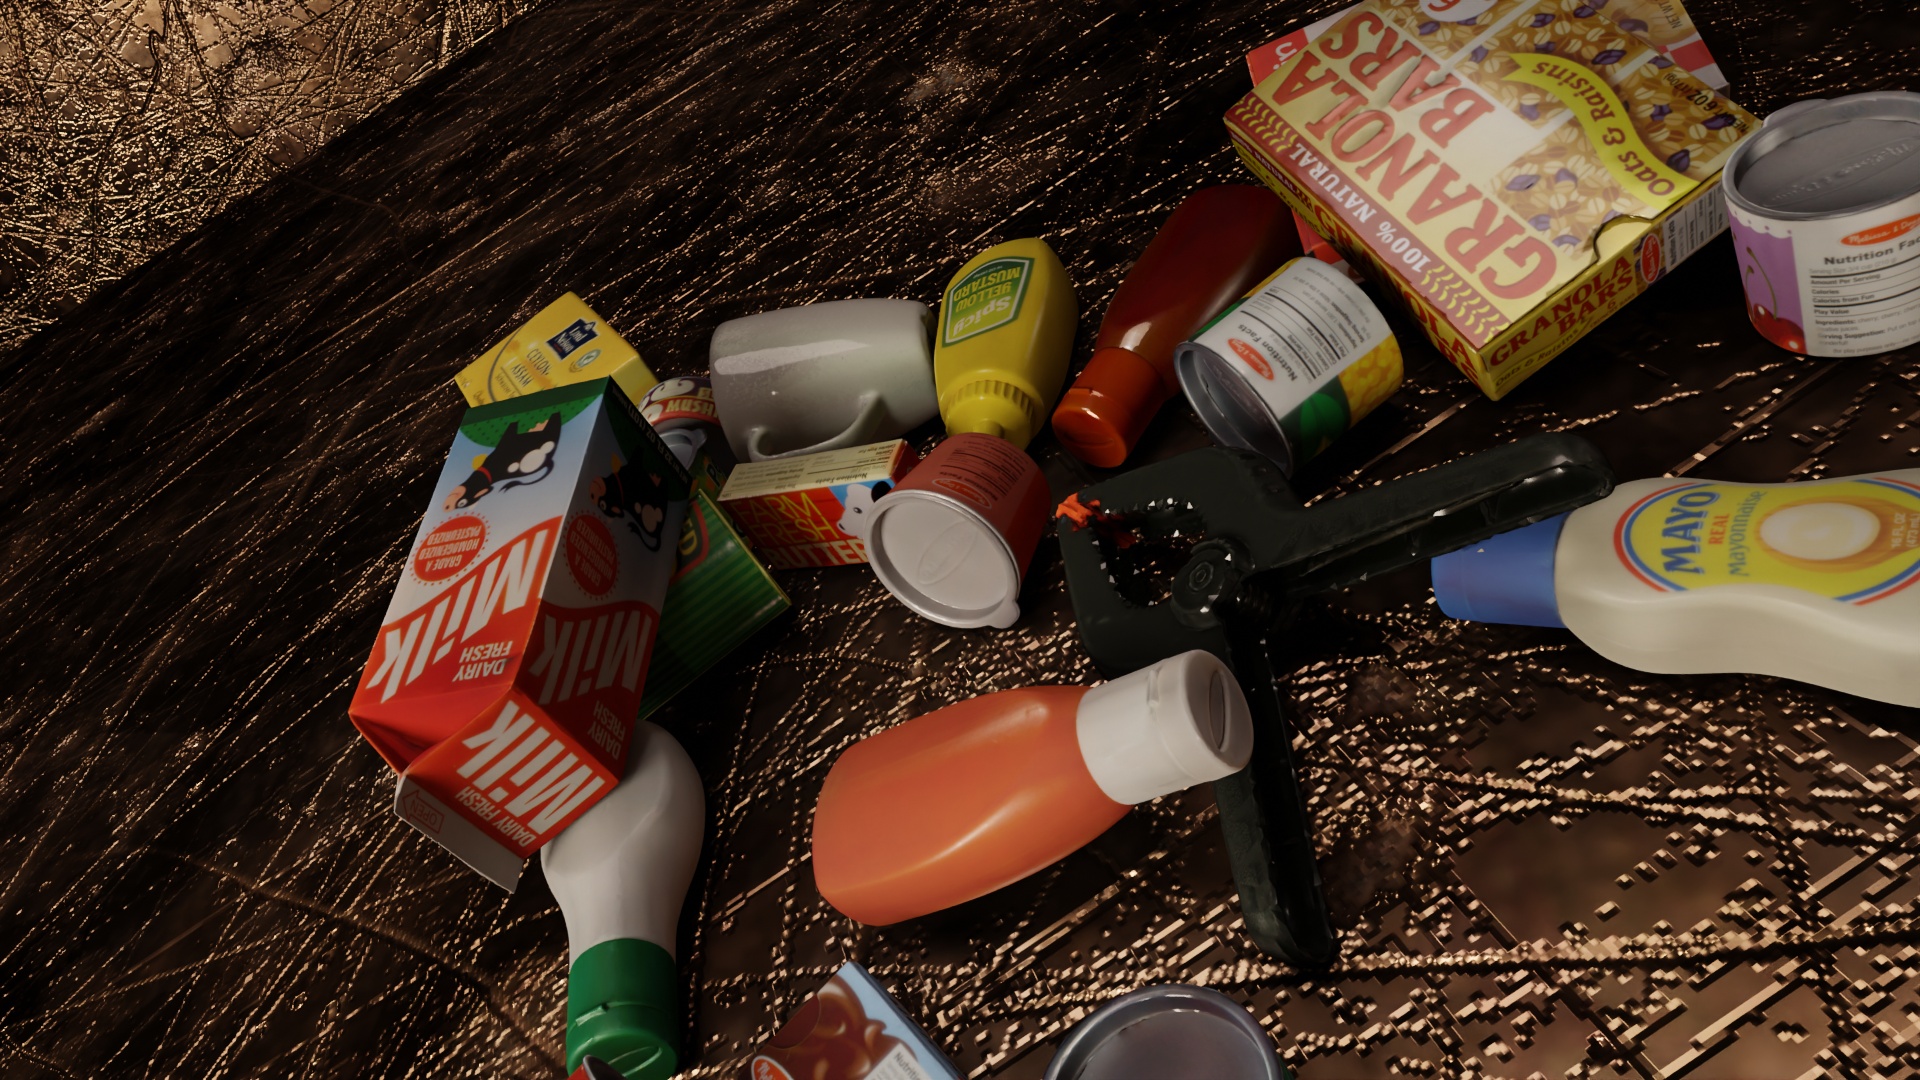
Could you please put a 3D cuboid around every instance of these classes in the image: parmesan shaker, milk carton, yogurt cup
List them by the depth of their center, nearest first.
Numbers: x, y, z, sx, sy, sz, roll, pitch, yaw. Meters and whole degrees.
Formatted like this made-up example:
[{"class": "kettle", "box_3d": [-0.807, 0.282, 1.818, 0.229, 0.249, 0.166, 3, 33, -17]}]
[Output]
[{"class": "milk carton", "box_3d": [-0.167, 0.033, 0.535, 0.073, 0.072, 0.191, -10, 50, 18]}, {"class": "yogurt cup", "box_3d": [0.002, -0.007, 0.560, 0.072, 0.072, 0.054, -5, 35, 35]}, {"class": "parmesan shaker", "box_3d": [-0.134, 0.035, 0.613, 0.103, 0.071, 0.071, -38, 34, -7]}]

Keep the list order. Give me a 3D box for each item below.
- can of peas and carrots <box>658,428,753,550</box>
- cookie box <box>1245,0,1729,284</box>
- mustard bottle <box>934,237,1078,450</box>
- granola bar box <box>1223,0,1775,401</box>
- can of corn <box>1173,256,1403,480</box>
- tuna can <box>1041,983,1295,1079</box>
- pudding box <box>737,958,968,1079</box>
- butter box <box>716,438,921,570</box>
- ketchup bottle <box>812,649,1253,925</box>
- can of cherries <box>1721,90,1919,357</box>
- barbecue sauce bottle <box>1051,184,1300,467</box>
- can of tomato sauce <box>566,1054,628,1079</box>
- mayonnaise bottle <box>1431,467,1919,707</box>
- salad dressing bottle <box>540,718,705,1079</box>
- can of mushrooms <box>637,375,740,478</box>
[{"class": "can of peas and carrots", "box_3d": [-0.140, -0.014, 0.685, 0.071, 0.058, 0.071, -21, 36, 16]}, {"class": "cookie box", "box_3d": [0.219, -0.192, 0.598, 0.167, 0.040, 0.123, -19, 58, 19]}, {"class": "mustard bottle", "box_3d": [0.019, -0.082, 0.650, 0.065, 0.048, 0.161, -19, 36, 23]}, {"class": "granola bar box", "box_3d": [0.200, -0.151, 0.537, 0.124, 0.039, 0.166, -38, 54, 7]}, {"class": "can of corn", "box_3d": [0.125, -0.064, 0.531, 0.058, 0.071, 0.071, -38, 34, -8]}, {"class": "tuna can", "box_3d": [0.054, 0.151, 0.347, 0.071, 0.032, 0.071, -22, 36, 17]}, {"class": "pudding box", "box_3d": [-0.022, 0.164, 0.395, 0.050, 0.030, 0.084, -44, 35, -13]}, {"class": "butter box", "box_3d": [-0.055, -0.014, 0.623, 0.103, 0.053, 0.024, -6, 45, 35]}, {"class": "ketchup bottle", "box_3d": [0.018, 0.074, 0.432, 0.148, 0.043, 0.065, -27, 38, 35]}, {"class": "can of cherries", "box_3d": [0.289, -0.103, 0.451, 0.071, 0.058, 0.072, -23, 35, 17]}, {"class": "barbecue sauce bottle", "box_3d": [0.092, -0.096, 0.614, 0.065, 0.043, 0.149, 7, 51, 44]}, {"class": "can of tomato sauce", "box_3d": [-0.113, 0.201, 0.392, 0.083, 0.071, 0.071, -46, 36, -17]}, {"class": "mayonnaise bottle", "box_3d": [0.210, 0.010, 0.389, 0.148, 0.041, 0.065, 3, 50, 42]}, {"class": "salad dressing bottle", "box_3d": [-0.124, 0.129, 0.510, 0.064, 0.044, 0.148, -28, 35, 7]}, {"class": "can of mushrooms", "box_3d": [-0.137, -0.051, 0.720, 0.071, 0.070, 0.034, -21, 37, 17]}]
